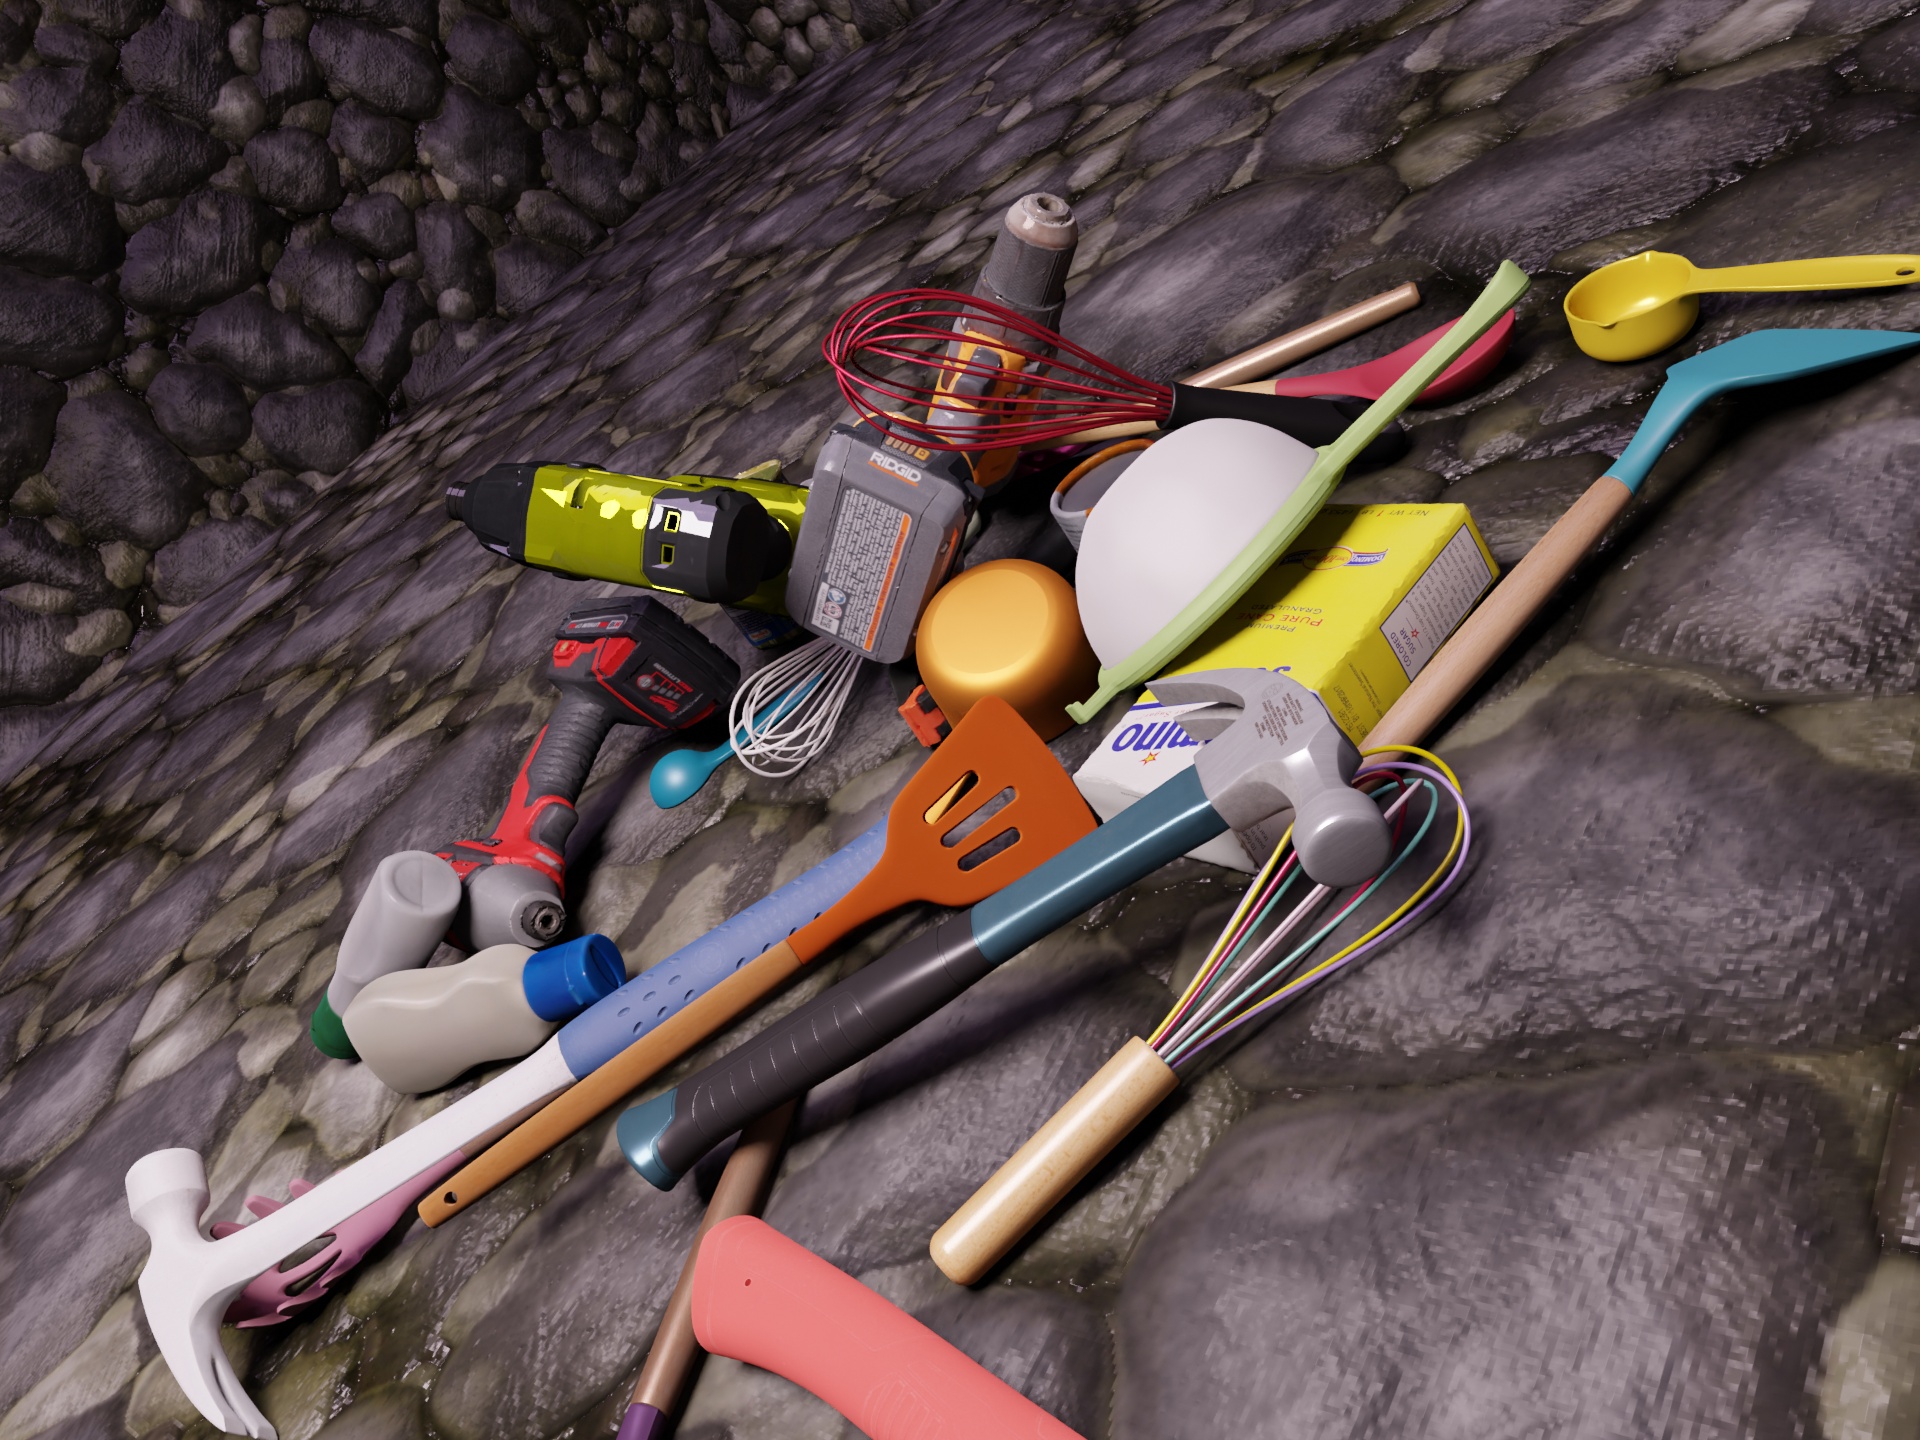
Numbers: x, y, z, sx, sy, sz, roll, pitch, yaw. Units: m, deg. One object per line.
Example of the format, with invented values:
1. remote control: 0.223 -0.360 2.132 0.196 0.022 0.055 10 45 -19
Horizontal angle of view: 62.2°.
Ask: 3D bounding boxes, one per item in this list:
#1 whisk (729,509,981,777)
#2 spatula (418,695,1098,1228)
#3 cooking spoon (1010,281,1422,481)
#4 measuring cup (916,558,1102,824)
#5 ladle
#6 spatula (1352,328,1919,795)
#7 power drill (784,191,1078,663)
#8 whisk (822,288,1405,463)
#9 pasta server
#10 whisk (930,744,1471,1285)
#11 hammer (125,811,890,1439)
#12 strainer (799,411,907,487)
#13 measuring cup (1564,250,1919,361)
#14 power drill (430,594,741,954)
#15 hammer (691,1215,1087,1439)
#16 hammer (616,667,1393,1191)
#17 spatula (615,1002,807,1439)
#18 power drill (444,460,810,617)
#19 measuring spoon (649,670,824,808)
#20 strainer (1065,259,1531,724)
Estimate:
1. whisk: -0.056 -0.056 0.934 0.058 0.059 0.246 -9 33 45
2. spatula: -0.091 0.112 0.671 0.322 0.081 0.041 -35 -6 -8
3. cooking spoon: 0.123 -0.192 0.964 0.319 0.017 0.069 -20 10 22
4. measuring cup: -0.001 -0.002 0.760 0.095 0.052 0.174 25 71 32
5. ladle: 0.153 -0.177 0.881 0.315 0.031 0.069 -3 39 39
6. spatula: 0.251 -0.066 0.633 0.317 0.044 0.082 -46 29 -9
7. power drill: -0.003 -0.160 0.843 0.185 0.084 0.226 111 -174 -46
8. whisk: 0.079 -0.152 0.753 0.295 0.073 0.073 5 23 -16
9. pasta server: -0.216 0.183 0.751 0.316 0.040 0.060 -35 56 -2
10. whisk: 0.081 0.098 0.547 0.245 0.047 0.051 -43 29 -7
11. hammer: -0.183 0.162 0.714 0.405 0.035 0.144 -31 56 -2
12. strainer: -0.059 -0.173 1.128 0.087 0.050 0.259 13 30 0
13. measuring cup: 0.350 -0.186 0.709 0.157 0.029 0.062 8 49 42
14. power drill: -0.227 0.038 0.923 0.143 0.078 0.220 3 59 52
15. hammer: 0.031 0.206 0.440 0.149 0.036 0.359 -48 30 -22
16. hammer: -0.001 0.088 0.592 0.331 0.033 0.128 -34 28 17
17. spatula: -0.101 0.225 0.573 0.059 0.018 0.316 -42 18 39
18. power drill: -0.158 -0.103 0.879 0.171 0.080 0.223 11 6 17
19. measuring spoon: -0.138 0.005 0.955 0.128 0.021 0.042 -38 28 0
20. strainer: 0.125 -0.115 0.683 0.256 0.069 0.151 -46 3 39
